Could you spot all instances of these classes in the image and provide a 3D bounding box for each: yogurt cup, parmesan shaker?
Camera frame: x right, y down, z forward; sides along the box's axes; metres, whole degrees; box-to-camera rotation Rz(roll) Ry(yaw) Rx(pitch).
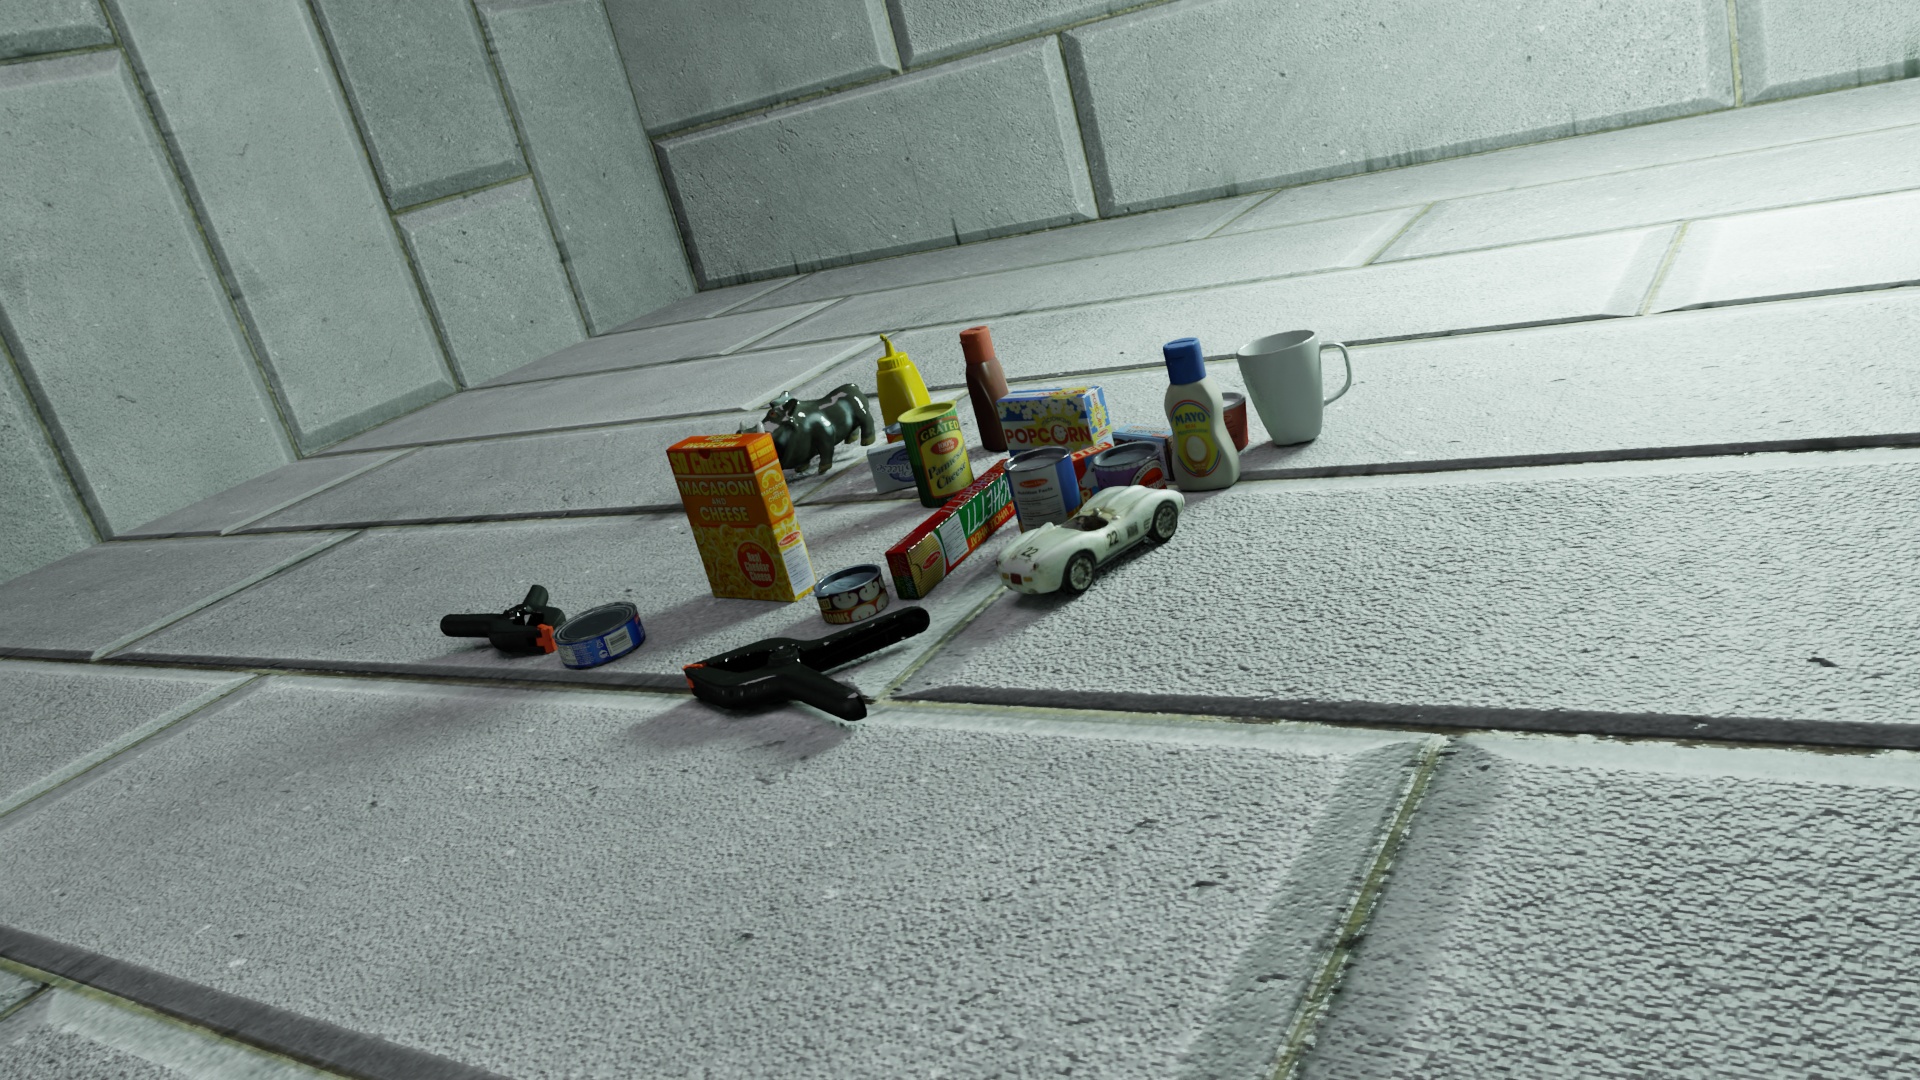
[{"bbox_3d":[0.272,-0.122,1.468,0.072,0.053,0.072,-14,19,5],"label":"yogurt cup"},{"bbox_3d":[-0.022,-0.096,1.547,0.071,0.102,0.071,-14,19,5],"label":"parmesan shaker"}]

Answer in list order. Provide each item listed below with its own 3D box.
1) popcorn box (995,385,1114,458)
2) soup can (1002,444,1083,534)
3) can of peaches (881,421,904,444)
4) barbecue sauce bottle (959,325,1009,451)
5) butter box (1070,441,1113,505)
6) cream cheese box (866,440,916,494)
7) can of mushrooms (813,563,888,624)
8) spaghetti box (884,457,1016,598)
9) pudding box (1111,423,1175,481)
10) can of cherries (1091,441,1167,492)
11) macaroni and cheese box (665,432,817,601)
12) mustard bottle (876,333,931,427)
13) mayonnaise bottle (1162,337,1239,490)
[{"bbox_3d":[0.107,-0.125,1.556,0.126,0.085,0.038,2,25,41],"label":"popcorn box"},{"bbox_3d":[0.084,-0.042,1.342,0.071,0.083,0.071,-14,19,5],"label":"soup can"},{"bbox_3d":[-0.056,-0.115,1.695,0.071,0.058,0.071,-14,19,5],"label":"can of peaches"},{"bbox_3d":[0.033,-0.184,1.680,0.044,0.148,0.065,-23,20,-21],"label":"barbecue sauce bottle"},{"bbox_3d":[0.112,-0.059,1.415,0.104,0.053,0.024,-19,19,-11],"label":"butter box"},{"bbox_3d":[-0.054,-0.093,1.638,0.104,0.053,0.024,-14,18,3],"label":"cream cheese box"},{"bbox_3d":[-0.104,0.051,1.301,0.071,0.033,0.071,-14,19,5],"label":"can of mushrooms"},{"bbox_3d":[0.005,-0.017,1.384,0.028,0.050,0.251,-3,22,32],"label":"spaghetti box"},{"bbox_3d":[0.198,-0.093,1.447,0.030,0.049,0.083,-27,22,-30],"label":"pudding box"},{"bbox_3d":[0.169,-0.058,1.360,0.071,0.058,0.072,-14,19,5],"label":"can of cherries"},{"bbox_3d":[-0.220,-0.022,1.393,0.123,0.166,0.040,1,24,40],"label":"macaroni and cheese box"},{"bbox_3d":[-0.072,-0.185,1.748,0.065,0.159,0.049,-3,22,33],"label":"mustard bottle"},{"bbox_3d":[0.229,-0.123,1.357,0.064,0.147,0.041,-5,21,29],"label":"mayonnaise bottle"}]
